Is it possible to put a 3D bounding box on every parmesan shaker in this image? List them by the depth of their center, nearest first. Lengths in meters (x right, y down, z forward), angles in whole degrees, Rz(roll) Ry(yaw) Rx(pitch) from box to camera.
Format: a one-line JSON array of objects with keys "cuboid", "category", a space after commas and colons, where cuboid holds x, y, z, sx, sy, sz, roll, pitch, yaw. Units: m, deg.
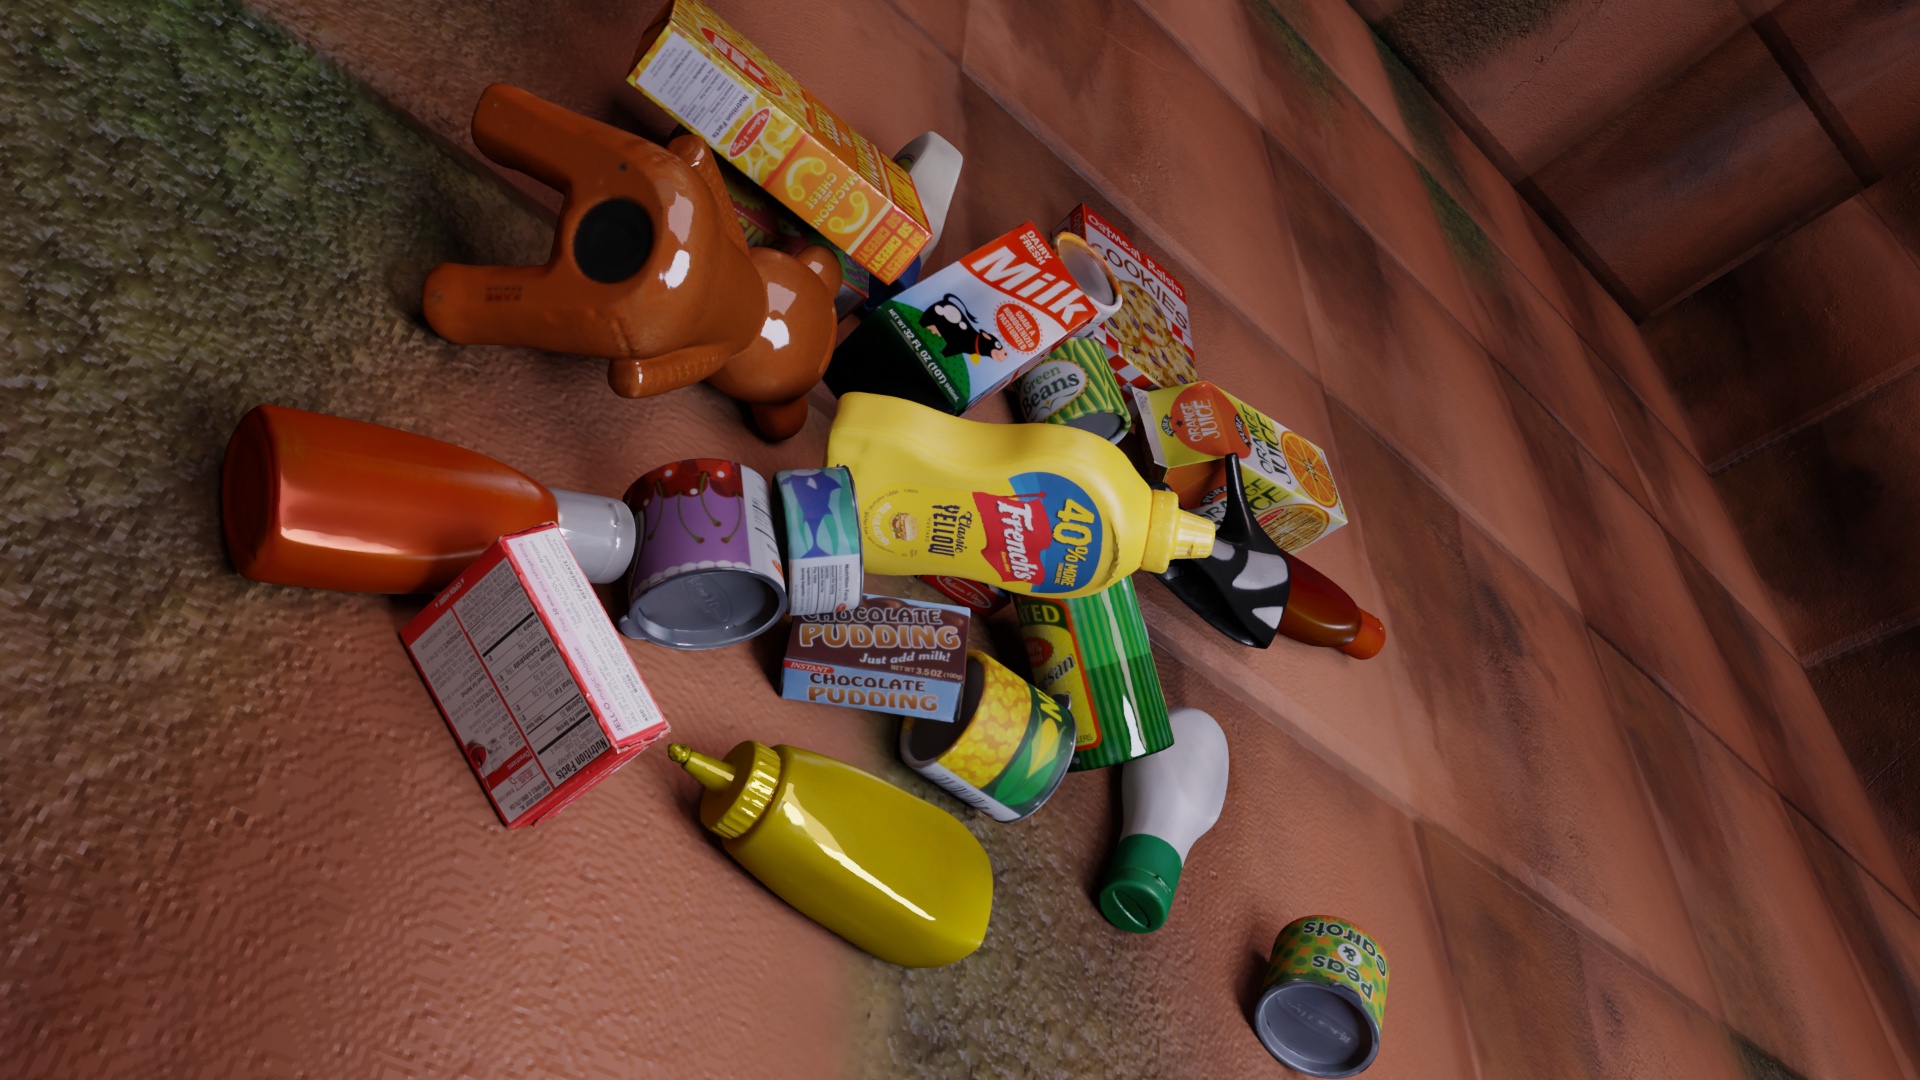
[{"cuboid": [0.072, 0.067, 0.748, 0.071, 0.071, 0.103, -8, 81, -54], "category": "parmesan shaker"}]

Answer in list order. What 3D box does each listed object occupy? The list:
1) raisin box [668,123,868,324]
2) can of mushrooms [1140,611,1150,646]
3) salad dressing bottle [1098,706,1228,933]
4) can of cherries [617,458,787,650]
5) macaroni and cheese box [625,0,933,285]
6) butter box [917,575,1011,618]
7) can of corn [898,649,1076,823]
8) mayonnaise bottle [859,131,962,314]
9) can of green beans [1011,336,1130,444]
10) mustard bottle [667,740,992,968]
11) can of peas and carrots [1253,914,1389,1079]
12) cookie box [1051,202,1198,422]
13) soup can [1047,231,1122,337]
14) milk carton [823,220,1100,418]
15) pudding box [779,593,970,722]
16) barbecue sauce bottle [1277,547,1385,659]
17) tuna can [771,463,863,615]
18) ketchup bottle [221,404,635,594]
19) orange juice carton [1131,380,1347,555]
[{"cuboid": [-0.110, -0.188, 0.799, 0.123, 0.040, 0.086, 30, 41, -31], "category": "raisin box"}, {"cuboid": [0.078, 0.051, 0.824, 0.071, 0.033, 0.071, 31, 40, -30], "category": "can of mushrooms"}, {"cuboid": [0.112, 0.152, 0.767, 0.064, 0.044, 0.148, 50, 34, -11], "category": "salad dressing bottle"}, {"cuboid": [-0.114, 0.006, 0.598, 0.071, 0.071, 0.058, 19, 46, -42], "category": "can of cherries"}, {"cuboid": [-0.095, -0.217, 0.742, 0.166, 0.040, 0.124, 36, 19, -24], "category": "macaroni and cheese box"}, {"cuboid": [0.003, -0.010, 0.793, 0.053, 0.024, 0.104, 33, 39, -31], "category": "butter box"}, {"cuboid": [0.014, 0.092, 0.674, 0.058, 0.071, 0.071, 36, 37, -25], "category": "can of corn"}, {"cuboid": [-0.037, -0.199, 0.884, 0.041, 0.064, 0.149, 35, 41, -22], "category": "mayonnaise bottle"}, {"cuboid": [0.072, -0.092, 0.916, 0.071, 0.071, 0.058, 11, 53, -46], "category": "can of green beans"}, {"cuboid": [-0.057, 0.122, 0.578, 0.160, 0.048, 0.066, 36, 37, -24], "category": "mustard bottle"}, {"cuboid": [0.201, 0.249, 0.765, 0.071, 0.070, 0.059, 51, 33, -6], "category": "can of peas and carrots"}, {"cuboid": [0.129, -0.171, 1.079, 0.123, 0.040, 0.168, 33, 39, -29], "category": "cookie box"}, {"cuboid": [0.056, -0.161, 0.941, 0.071, 0.083, 0.072, 32, 39, -30], "category": "soup can"}, {"cuboid": [0.013, -0.127, 0.826, 0.072, 0.073, 0.191, 52, 48, -2], "category": "milk carton"}, {"cuboid": [-0.038, 0.052, 0.646, 0.084, 0.030, 0.050, 9, 42, -3], "category": "pudding box"}, {"cuboid": [0.267, 0.052, 1.050, 0.148, 0.043, 0.065, 25, 43, -37], "category": "barbecue sauce bottle"}, {"cuboid": [-0.065, -0.002, 0.624, 0.033, 0.070, 0.071, -5, 58, -13], "category": "tuna can"}, {"cuboid": [-0.195, -0.009, 0.528, 0.149, 0.043, 0.065, 10, 50, -47], "category": "ketchup bottle"}, {"cuboid": [0.197, -0.053, 1.030, 0.192, 0.072, 0.072, 22, 45, -38], "category": "orange juice carton"}]
